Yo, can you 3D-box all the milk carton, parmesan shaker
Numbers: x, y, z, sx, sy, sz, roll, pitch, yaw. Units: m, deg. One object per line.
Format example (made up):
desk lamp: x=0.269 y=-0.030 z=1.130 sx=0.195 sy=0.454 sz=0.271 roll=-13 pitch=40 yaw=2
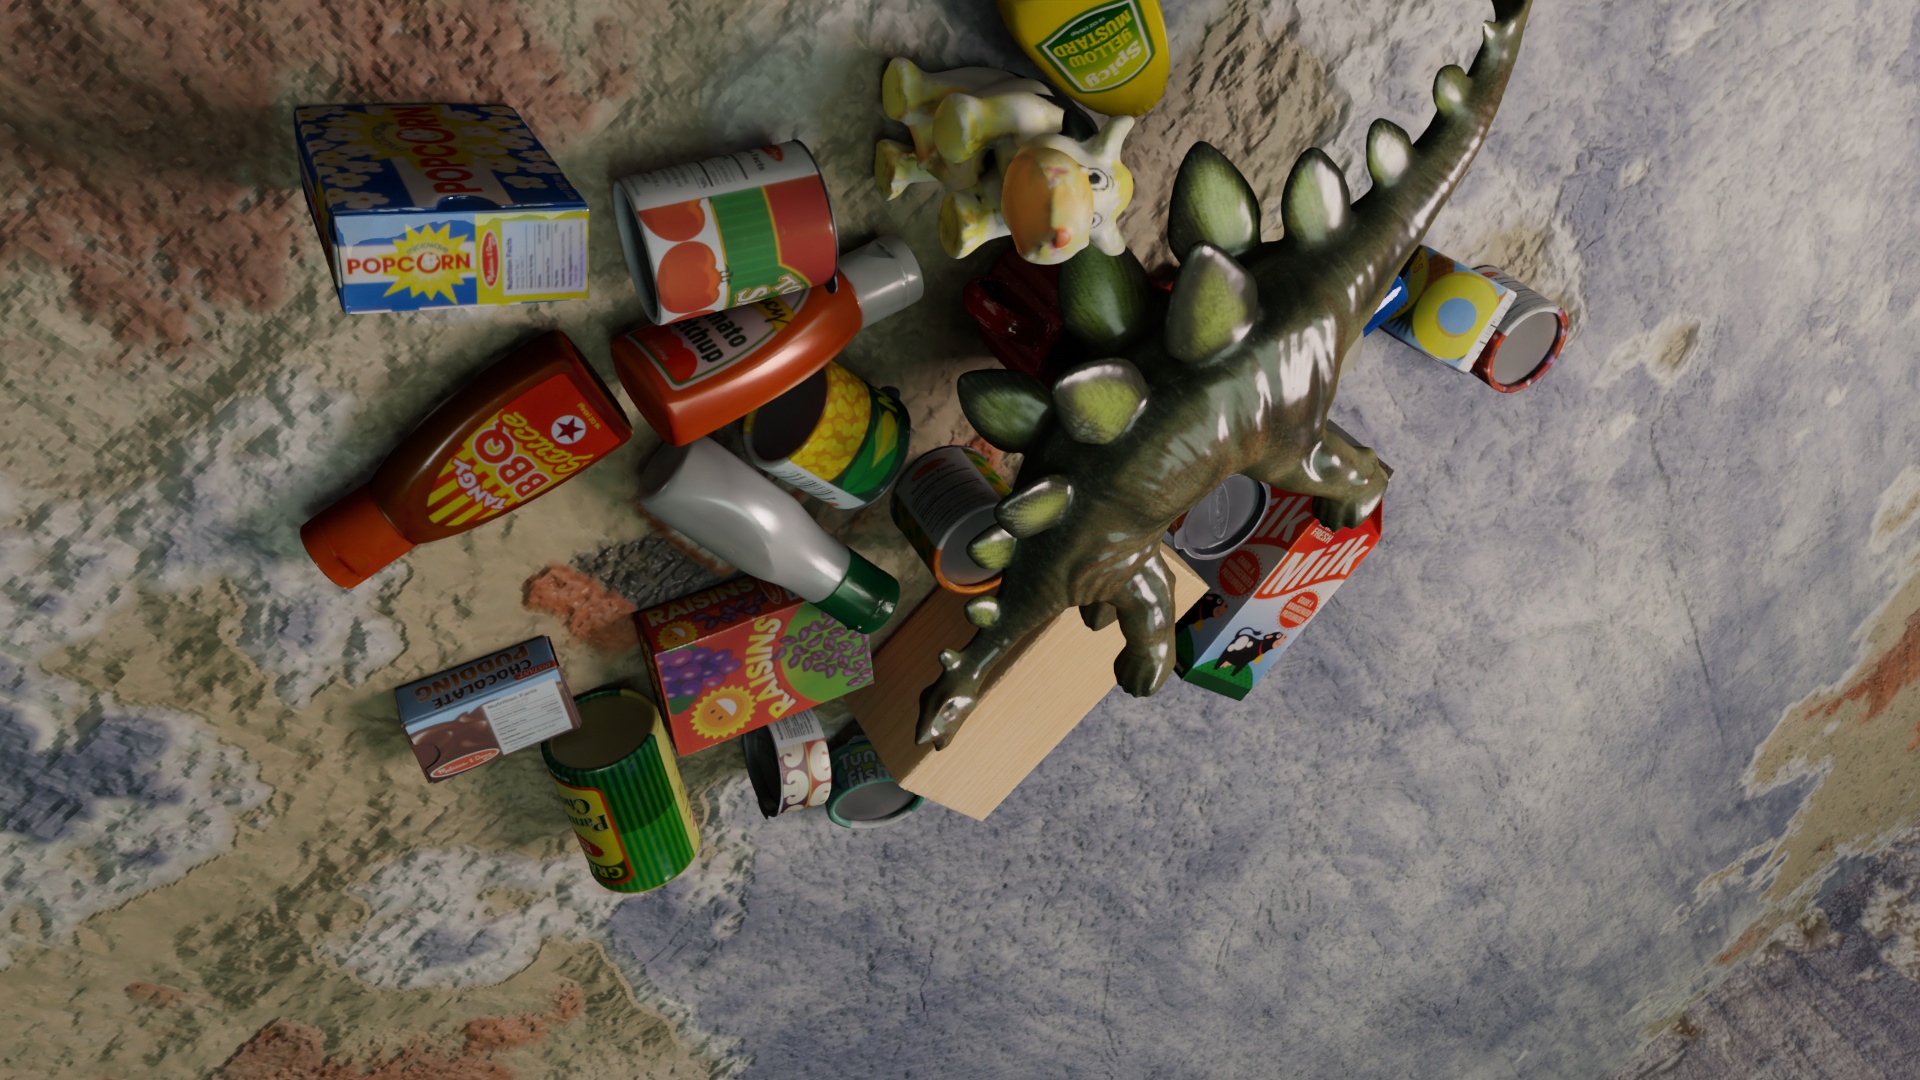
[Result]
milk carton: x=0.209 y=0.010 z=0.937 sx=0.073 sy=0.072 sz=0.190 roll=22 pitch=111 yaw=-42
parmesan shaker: x=-0.194 y=0.141 z=0.790 sx=0.071 sy=0.071 sz=0.102 roll=-21 pitch=130 yaw=-16

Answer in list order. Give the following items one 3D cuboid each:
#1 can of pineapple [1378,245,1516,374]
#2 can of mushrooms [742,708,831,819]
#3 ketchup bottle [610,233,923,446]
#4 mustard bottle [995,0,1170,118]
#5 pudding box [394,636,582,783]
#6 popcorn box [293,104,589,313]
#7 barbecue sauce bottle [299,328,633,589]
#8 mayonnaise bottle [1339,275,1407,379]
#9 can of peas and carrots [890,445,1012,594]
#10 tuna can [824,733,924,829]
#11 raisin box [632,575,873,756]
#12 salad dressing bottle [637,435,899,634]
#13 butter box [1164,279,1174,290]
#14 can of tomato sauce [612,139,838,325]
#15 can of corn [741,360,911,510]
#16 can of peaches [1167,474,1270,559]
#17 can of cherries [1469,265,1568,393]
can of pineapple: x=0.303 y=-0.146 z=0.874 sx=0.071 sy=0.071 sz=0.057 roll=12 pitch=114 yaw=-39
can of mushrooms: x=-0.105 y=0.133 z=0.839 sx=0.033 sy=0.071 sz=0.070 roll=-10 pitch=130 yaw=-27
ketchup bottle: x=-0.088 y=-0.101 z=0.666 sx=0.149 sy=0.065 sz=0.043 roll=-30 pitch=144 yaw=-21
mustard bottle: x=0.066 y=-0.235 z=0.645 sx=0.065 sy=0.049 sz=0.160 roll=-23 pitch=163 yaw=19
pudding box: x=-0.250 y=0.090 z=0.738 sx=0.084 sy=0.030 sz=0.049 roll=-21 pitch=135 yaw=-17
popcorn box: x=-0.197 y=-0.129 z=0.524 sx=0.085 sy=0.127 sz=0.038 roll=-9 pitch=125 yaw=-27
barbecue sauce bottle: x=-0.230 y=-0.033 z=0.641 sx=0.149 sy=0.044 sz=0.064 roll=-34 pitch=137 yaw=-4
mayonnaise bottle: x=0.205 y=-0.112 z=0.844 sx=0.148 sy=0.065 sz=0.041 roll=-40 pitch=131 yaw=-4
can of peas and carrots: x=0.003 y=-0.010 z=0.798 sx=0.071 sy=0.059 sz=0.070 roll=-17 pitch=132 yaw=-20
tuna can: x=-0.057 y=0.156 z=0.901 sx=0.071 sy=0.033 sz=0.070 roll=-10 pitch=142 yaw=-8
raisin box: x=-0.116 y=0.063 z=0.796 sx=0.124 sy=0.040 sz=0.085 roll=-20 pitch=133 yaw=-19
salad dressing bottle: x=-0.096 y=0.000 z=0.725 sx=0.147 sy=0.064 sz=0.044 roll=36 pitch=61 yaw=-31
butter box: x=0.142 y=-0.100 z=0.795 sx=0.053 sy=0.024 sz=0.103 roll=-37 pitch=93 yaw=-1
can of tomato sauce: x=-0.104 y=-0.136 z=0.620 sx=0.083 sy=0.071 sz=0.070 roll=-18 pitch=133 yaw=-19
can of corn: x=-0.068 y=-0.058 z=0.710 sx=0.058 sy=0.071 sz=0.071 roll=29 pitch=107 yaw=-43
can of peaches: x=0.150 y=-0.030 z=0.877 sx=0.071 sy=0.058 sz=0.070 roll=-18 pitch=133 yaw=-20
can of cherries: x=0.357 y=-0.138 z=0.921 sx=0.072 sy=0.058 sz=0.071 roll=-17 pitch=132 yaw=-20
